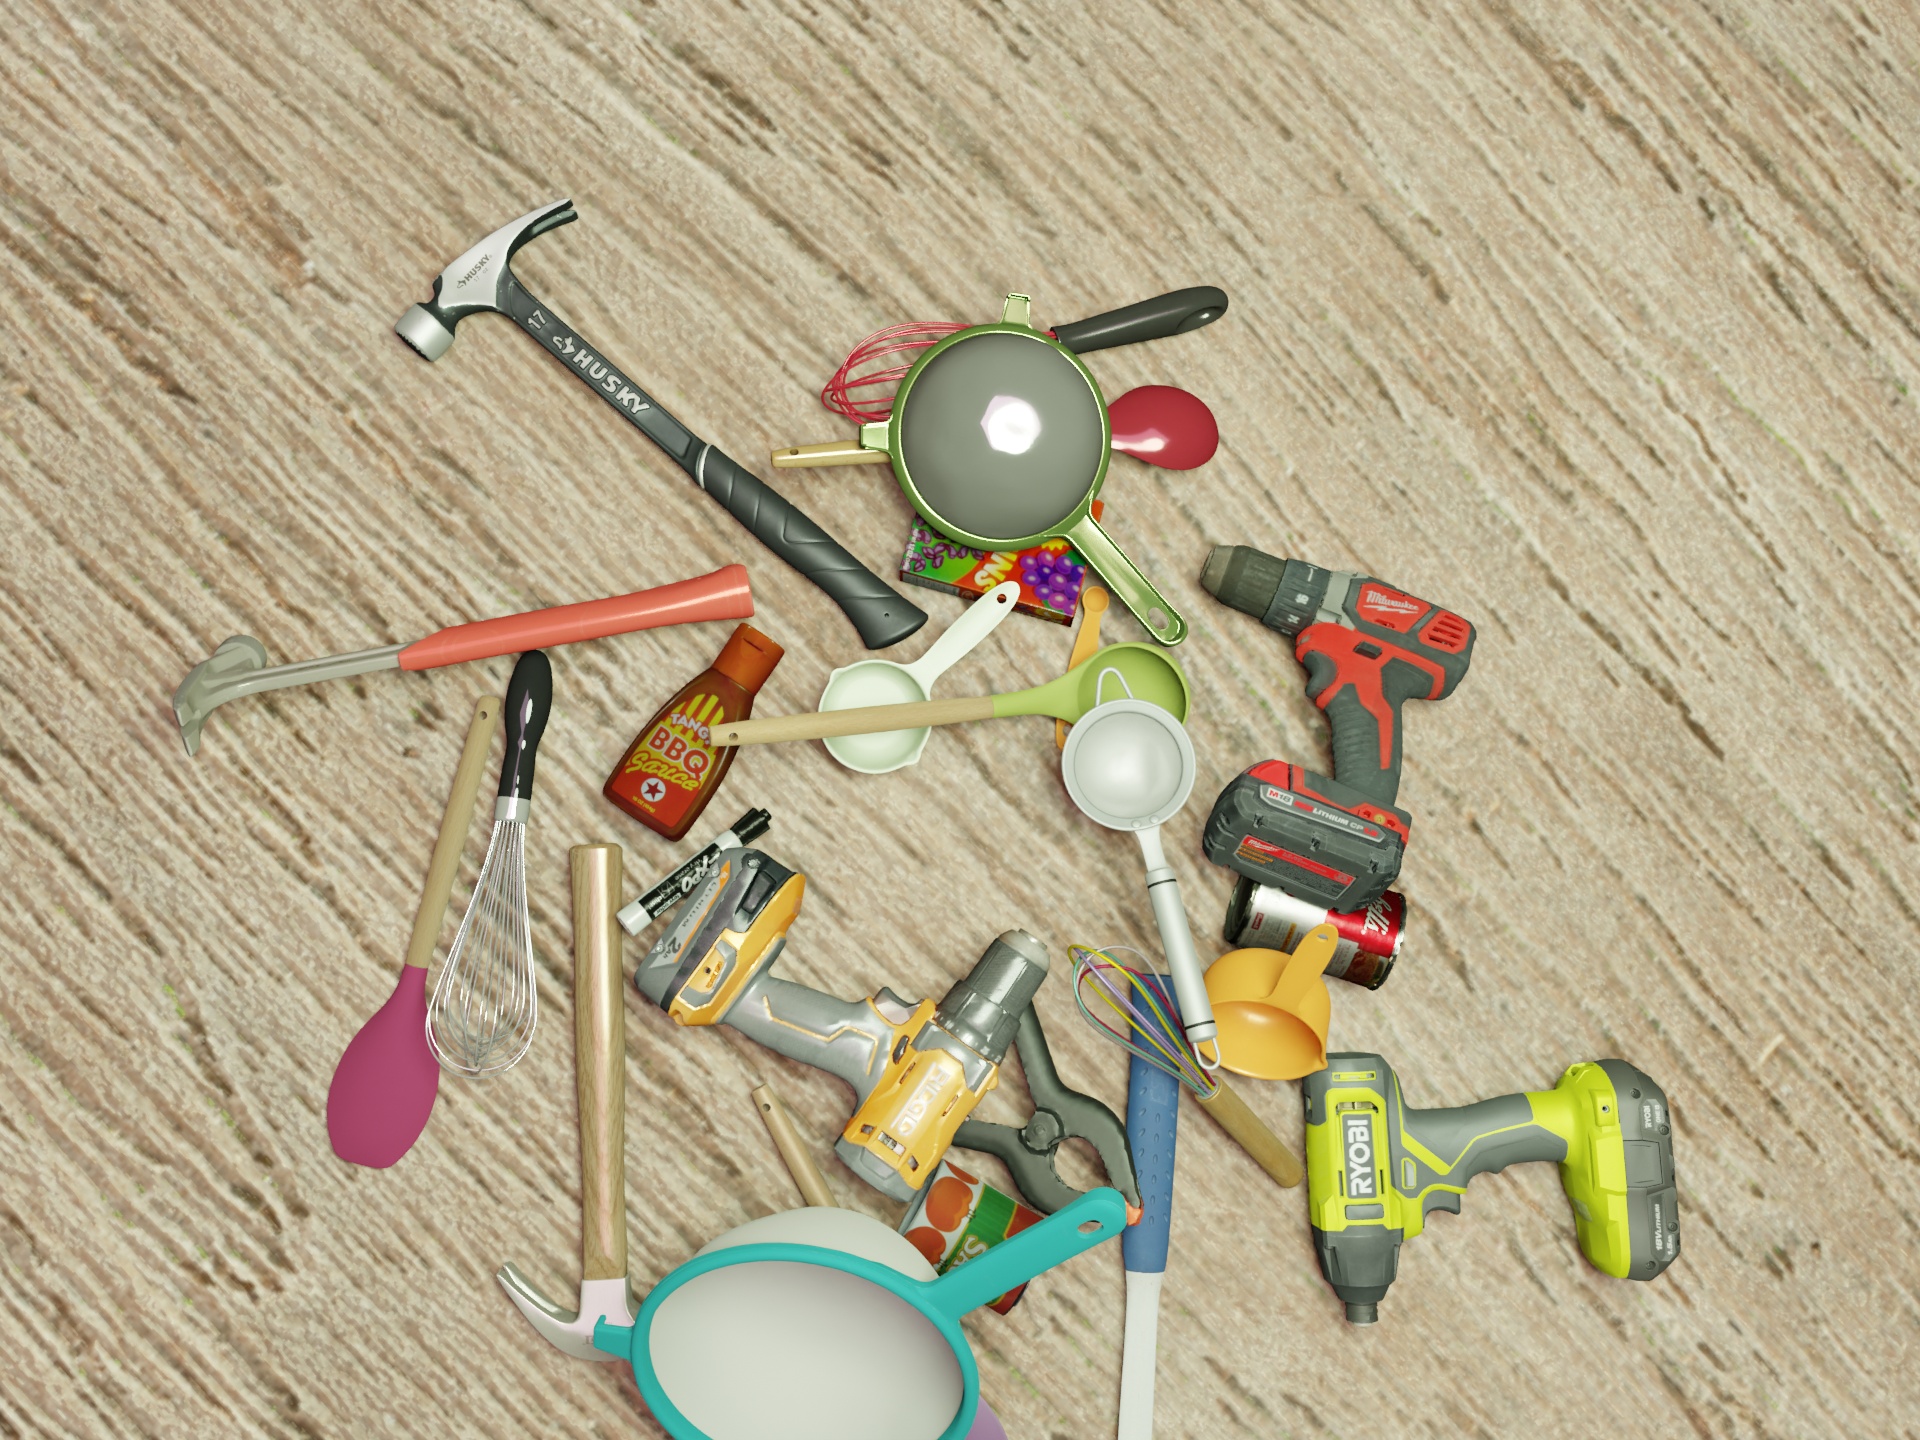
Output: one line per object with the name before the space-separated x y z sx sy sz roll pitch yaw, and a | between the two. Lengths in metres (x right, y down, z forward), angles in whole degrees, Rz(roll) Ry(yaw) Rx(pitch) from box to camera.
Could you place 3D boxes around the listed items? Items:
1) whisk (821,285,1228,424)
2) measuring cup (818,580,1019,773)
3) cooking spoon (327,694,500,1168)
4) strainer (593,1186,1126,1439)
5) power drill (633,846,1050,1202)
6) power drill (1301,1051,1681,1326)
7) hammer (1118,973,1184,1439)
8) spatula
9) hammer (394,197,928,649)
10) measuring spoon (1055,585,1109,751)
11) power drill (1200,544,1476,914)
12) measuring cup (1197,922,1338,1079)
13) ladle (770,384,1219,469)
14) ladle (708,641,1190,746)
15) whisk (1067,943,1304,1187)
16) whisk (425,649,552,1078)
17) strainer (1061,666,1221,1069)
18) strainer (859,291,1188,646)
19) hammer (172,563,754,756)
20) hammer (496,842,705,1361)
whisk | 0.047 -0.255 1.095 0.296 0.073 0.073 -16 85 -9
measuring cup | -0.025 -0.035 1.070 0.167 0.038 0.083 -43 99 -2
cooking spoon | -0.355 0.138 1.058 0.068 0.017 0.319 14 84 -1
strainer | -0.040 0.338 0.961 0.340 0.095 0.211 -35 109 20
power drill | -0.070 0.169 1.023 0.226 0.084 0.185 35 83 8
power drill | 0.340 0.302 1.039 0.223 0.080 0.171 -3 83 2
hammer | 0.114 0.371 1.041 0.144 0.035 0.405 4 84 -2
spatula | -0.054 0.379 1.043 0.060 0.018 0.316 -30 87 2
hammer | -0.186 -0.191 1.092 0.409 0.036 0.149 40 83 2
measuring spoon | 0.082 -0.035 1.097 0.021 0.011 0.117 13 87 -16
power drill | 0.225 -0.008 1.041 0.188 0.080 0.227 22 61 3
measuring cup | 0.205 0.161 1.006 0.095 0.173 0.052 20 47 3
ladle | 0.029 -0.190 1.074 0.315 0.031 0.069 -7 67 -11
ladle | -0.002 -0.003 1.030 0.320 0.062 0.078 -6 106 -18
whisk | 0.147 0.223 1.013 0.047 0.051 0.244 -28 116 33
whisk | -0.301 0.091 1.048 0.070 0.070 0.285 5 79 -2
strainer | 0.123 0.093 1.005 0.087 0.050 0.259 -12 73 -4
strainer | 0.066 -0.147 1.030 0.151 0.069 0.256 -42 96 -7
hammer | -0.313 -0.050 1.033 0.359 0.149 0.036 -11 112 -9
hammer | -0.238 0.247 1.044 0.130 0.031 0.331 -3 84 -3
